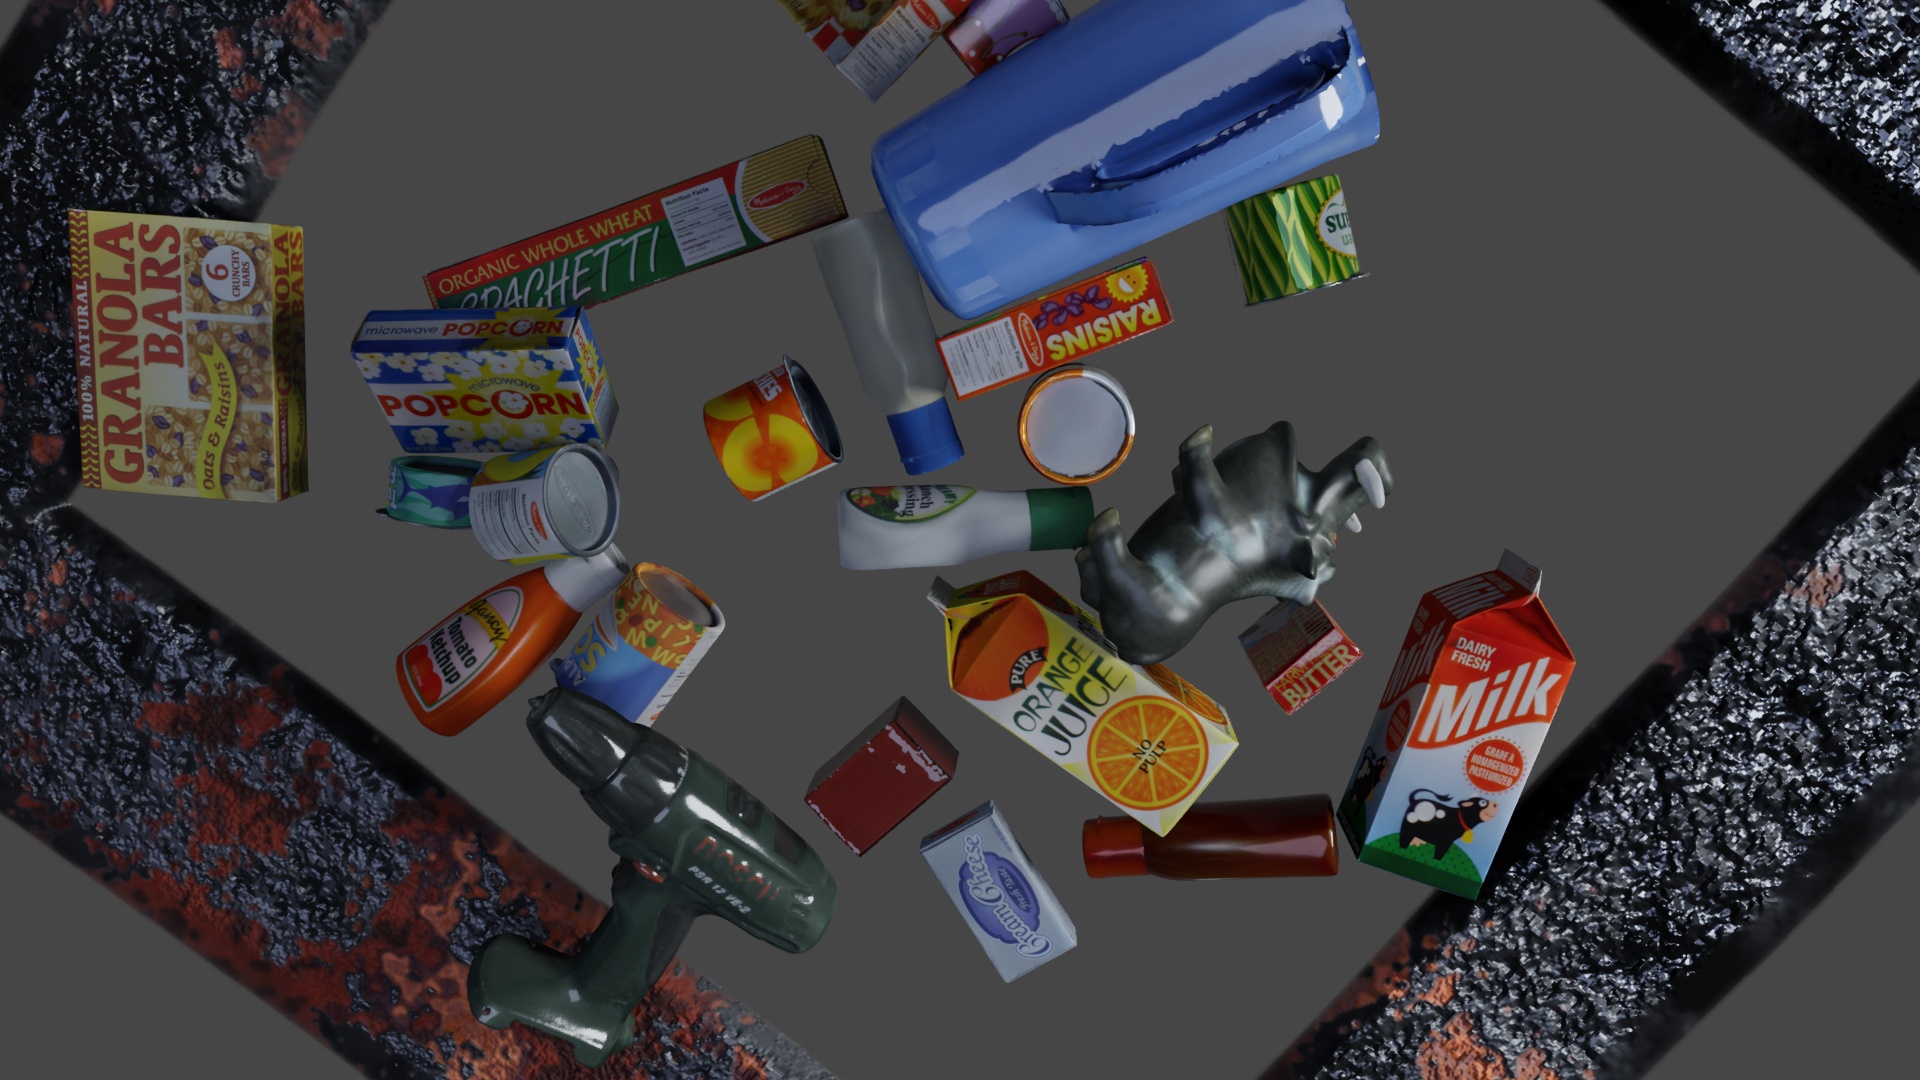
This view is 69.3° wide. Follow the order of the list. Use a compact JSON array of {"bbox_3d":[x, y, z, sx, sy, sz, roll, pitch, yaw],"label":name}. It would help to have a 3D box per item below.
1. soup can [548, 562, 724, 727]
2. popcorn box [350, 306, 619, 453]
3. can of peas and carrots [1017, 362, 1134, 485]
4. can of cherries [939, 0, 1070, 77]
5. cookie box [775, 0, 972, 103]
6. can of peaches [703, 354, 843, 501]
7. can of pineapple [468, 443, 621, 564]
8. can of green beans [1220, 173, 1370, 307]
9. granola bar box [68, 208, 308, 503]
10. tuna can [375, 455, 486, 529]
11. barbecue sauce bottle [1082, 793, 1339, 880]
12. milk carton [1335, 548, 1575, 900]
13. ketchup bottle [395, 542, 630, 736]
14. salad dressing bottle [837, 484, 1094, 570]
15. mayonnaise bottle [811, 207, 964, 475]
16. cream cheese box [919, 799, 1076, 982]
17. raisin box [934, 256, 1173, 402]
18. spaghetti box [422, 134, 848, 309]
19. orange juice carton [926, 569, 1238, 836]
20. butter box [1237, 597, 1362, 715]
[{"bbox_3d":[-0.194,0.063,0.833,0.071,0.071,0.083,38,100,-3],"label":"soup can"},{"bbox_3d":[-0.273,-0.092,0.804,0.127,0.038,0.084,0,140,4],"label":"popcorn box"},{"bbox_3d":[0.064,-0.065,0.795,0.071,0.059,0.070,1,100,4],"label":"can of peas and carrots"},{"bbox_3d":[0.021,-0.283,0.755,0.058,0.071,0.071,-39,95,10],"label":"can of cherries"},{"bbox_3d":[-0.025,-0.330,0.732,0.167,0.040,0.123,-44,57,10],"label":"cookie box"},{"bbox_3d":[-0.109,-0.065,0.804,0.058,0.071,0.071,-25,98,9],"label":"can of peaches"},{"bbox_3d":[-0.240,-0.021,0.807,0.058,0.071,0.071,-6,101,25],"label":"can of pineapple"},{"bbox_3d":[0.182,-0.165,0.765,0.071,0.071,0.057,-14,99,7],"label":"can of green beans"},{"bbox_3d":[-0.462,-0.111,0.836,0.124,0.039,0.165,4,101,3],"label":"granola bar box"},{"bbox_3d":[-0.308,-0.029,0.824,0.071,0.071,0.032,9,100,3],"label":"tuna can"},{"bbox_3d":[0.149,0.180,0.833,0.148,0.065,0.043,-7,98,14],"label":"barbecue sauce bottle"},{"bbox_3d":[0.289,0.099,0.801,0.073,0.072,0.190,18,101,1],"label":"milk carton"},{"bbox_3d":[-0.269,0.052,0.844,0.149,0.043,0.065,-37,58,2],"label":"ketchup bottle"},{"bbox_3d":[0.003,-0.010,0.811,0.148,0.064,0.043,-3,114,-4],"label":"salad dressing bottle"},{"bbox_3d":[-0.038,-0.112,0.795,0.041,0.064,0.147,-26,104,-31],"label":"mayonnaise bottle"},{"bbox_3d":[0.024,0.219,0.867,0.053,0.024,0.103,-31,97,9],"label":"cream cheese box"},{"bbox_3d":[0.053,-0.118,0.772,0.123,0.086,0.040,-19,96,8],"label":"raisin box"},{"bbox_3d":[-0.190,-0.172,0.810,0.250,0.029,0.050,-18,99,7],"label":"spaghetti box"},{"bbox_3d":[0.061,0.082,0.815,0.193,0.072,0.073,35,100,-3],"label":"orange juice carton"},{"bbox_3d":[0.190,0.060,0.786,0.053,0.104,0.024,-42,96,10],"label":"butter box"}]
